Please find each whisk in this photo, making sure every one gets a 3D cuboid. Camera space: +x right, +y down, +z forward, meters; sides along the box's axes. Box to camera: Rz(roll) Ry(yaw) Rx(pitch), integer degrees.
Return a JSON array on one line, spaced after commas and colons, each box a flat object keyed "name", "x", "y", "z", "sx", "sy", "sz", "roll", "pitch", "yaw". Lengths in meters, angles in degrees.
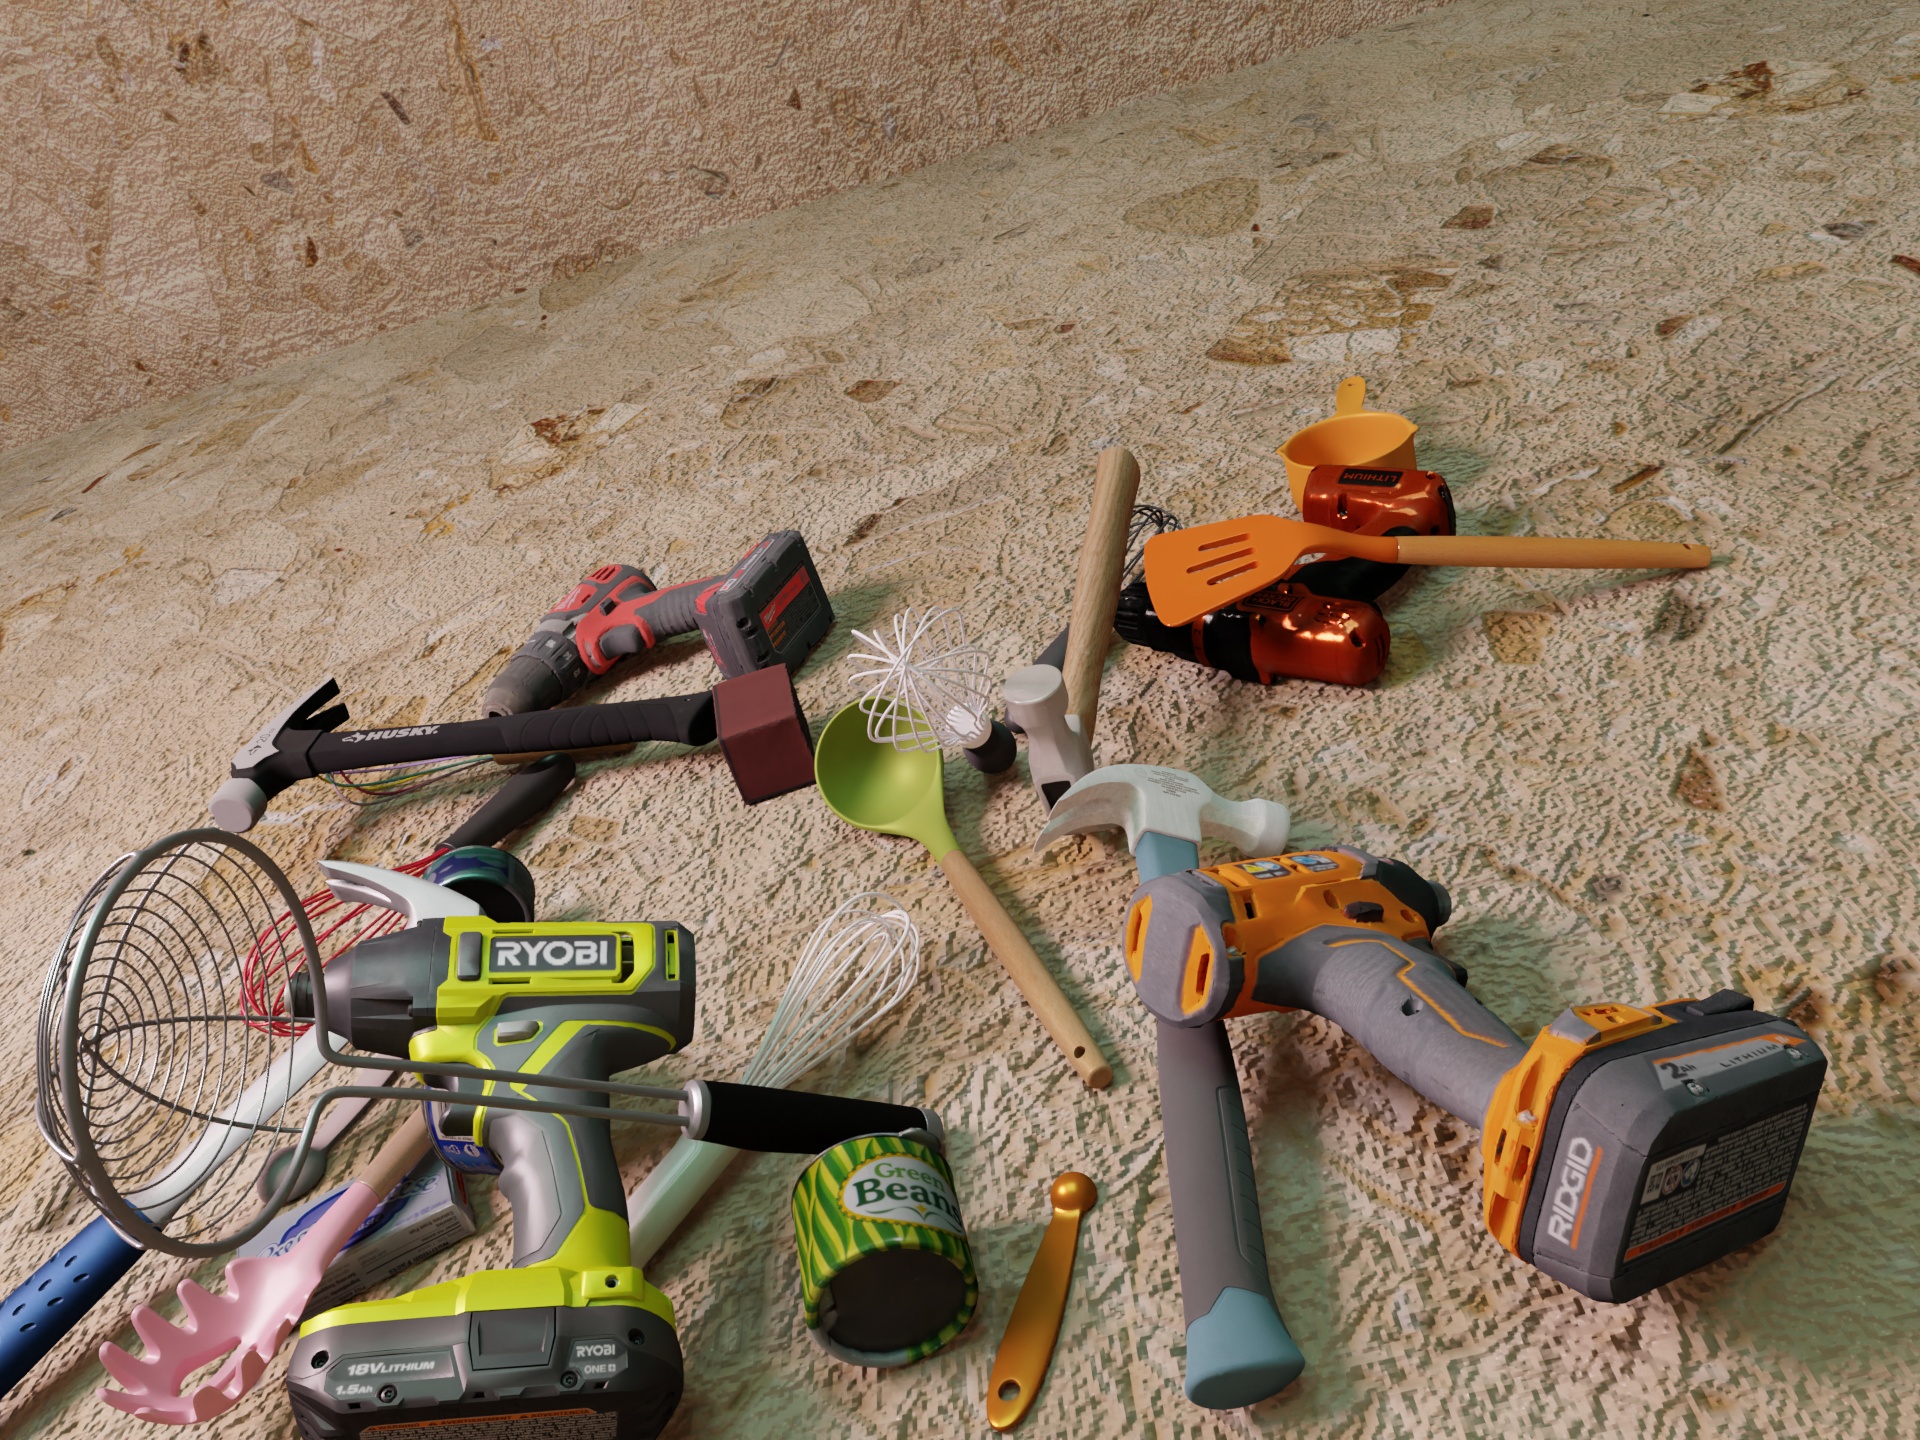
[{"name": "whisk", "x": -0.001, "y": -0.004, "z": 0.815, "sx": 0.070, "sy": 0.070, "sz": 0.284, "roll": -14, "pitch": -11, "yaw": 8}, {"name": "whisk", "x": -0.328, "y": 0.095, "z": 0.981, "sx": 0.073, "sy": 0.073, "sz": 0.296, "roll": -2, "pitch": 27, "yaw": 27}, {"name": "whisk", "x": -0.346, "y": 0.025, "z": 1.128, "sx": 0.245, "sy": 0.047, "sz": 0.051, "roll": -7, "pitch": 29, "yaw": 11}, {"name": "whisk", "x": 0.086, "y": -0.070, "z": 1.036, "sx": 0.055, "sy": 0.055, "sz": 0.239, "roll": 3, "pitch": 40, "yaw": 34}, {"name": "whisk", "x": -0.096, "y": 0.171, "z": 0.728, "sx": 0.058, "sy": 0.059, "sz": 0.246, "roll": -4, "pitch": 35, "yaw": 47}]

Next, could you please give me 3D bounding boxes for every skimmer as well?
[{"name": "skimmer", "x": -0.131, "y": 0.128, "z": 0.563, "sx": 0.090, "sy": 0.363, "sz": 0.127, "roll": -28, "pitch": 56, "yaw": 42}]

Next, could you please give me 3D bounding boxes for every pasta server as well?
[{"name": "pasta server", "x": -0.259, "y": 0.194, "z": 0.737, "sx": 0.060, "sy": 0.040, "sz": 0.316, "roll": 10, "pitch": 37, "yaw": 22}]

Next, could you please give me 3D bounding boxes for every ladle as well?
[{"name": "ladle", "x": -0.002, "y": 0.080, "z": 0.820, "sx": 0.078, "sy": 0.062, "sz": 0.320, "roll": -46, "pitch": 34, "yaw": 5}]

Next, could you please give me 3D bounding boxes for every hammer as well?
[{"name": "hammer", "x": 0.098, "y": 0.129, "z": 0.665, "sx": 0.128, "sy": 0.033, "sz": 0.331, "roll": 16, "pitch": 35, "yaw": -10}, {"name": "hammer", "x": 0.077, "y": -0.060, "z": 0.915, "sx": 0.031, "sy": 0.129, "sz": 0.332, "roll": -7, "pitch": 36, "yaw": 18}, {"name": "hammer", "x": -0.320, "y": 0.008, "z": 1.072, "sx": 0.335, "sy": 0.035, "sz": 0.146, "roll": -6, "pitch": 31, "yaw": 8}, {"name": "hammer", "x": -0.385, "y": 0.225, "z": 0.761, "sx": 0.144, "sy": 0.035, "sz": 0.406, "roll": 26, "pitch": 54, "yaw": 21}]

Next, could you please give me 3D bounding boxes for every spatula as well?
[{"name": "spatula", "x": 0.268, "y": -0.090, "z": 0.906, "sx": 0.322, "sy": 0.041, "sz": 0.081, "roll": 1, "pitch": 44, "yaw": -5}]

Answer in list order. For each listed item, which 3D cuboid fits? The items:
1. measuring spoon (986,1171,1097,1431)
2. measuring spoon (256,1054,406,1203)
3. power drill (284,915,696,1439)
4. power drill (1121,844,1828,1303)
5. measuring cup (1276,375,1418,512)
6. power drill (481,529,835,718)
[{"name": "measuring spoon", "x": 0.031, "y": 0.218, "z": 0.609, "sx": 0.021, "sy": 0.011, "sz": 0.117, "roll": -4, "pitch": 32, "yaw": 24}, {"name": "measuring spoon", "x": -0.324, "y": 0.200, "z": 0.833, "sx": 0.034, "sy": 0.018, "sz": 0.124, "roll": -3, "pitch": 33, "yaw": 25}, {"name": "power drill", "x": -0.191, "y": 0.178, "z": 0.639, "sx": 0.171, "sy": 0.080, "sz": 0.223, "roll": 1, "pitch": 45, "yaw": -13}, {"name": "power drill", "x": 0.192, "y": 0.110, "z": 0.601, "sx": 0.164, "sy": 0.084, "sz": 0.227, "roll": -5, "pitch": 20, "yaw": -35}, {"name": "measuring cup", "x": 0.280, "y": -0.193, "z": 1.130, "sx": 0.095, "sy": 0.052, "sz": 0.174, "roll": -7, "pitch": 29, "yaw": 20}, {"name": "power drill", "x": -0.227, "y": -0.059, "z": 1.166, "sx": 0.227, "sy": 0.080, "sz": 0.188, "roll": -5, "pitch": 32, "yaw": 28}]
